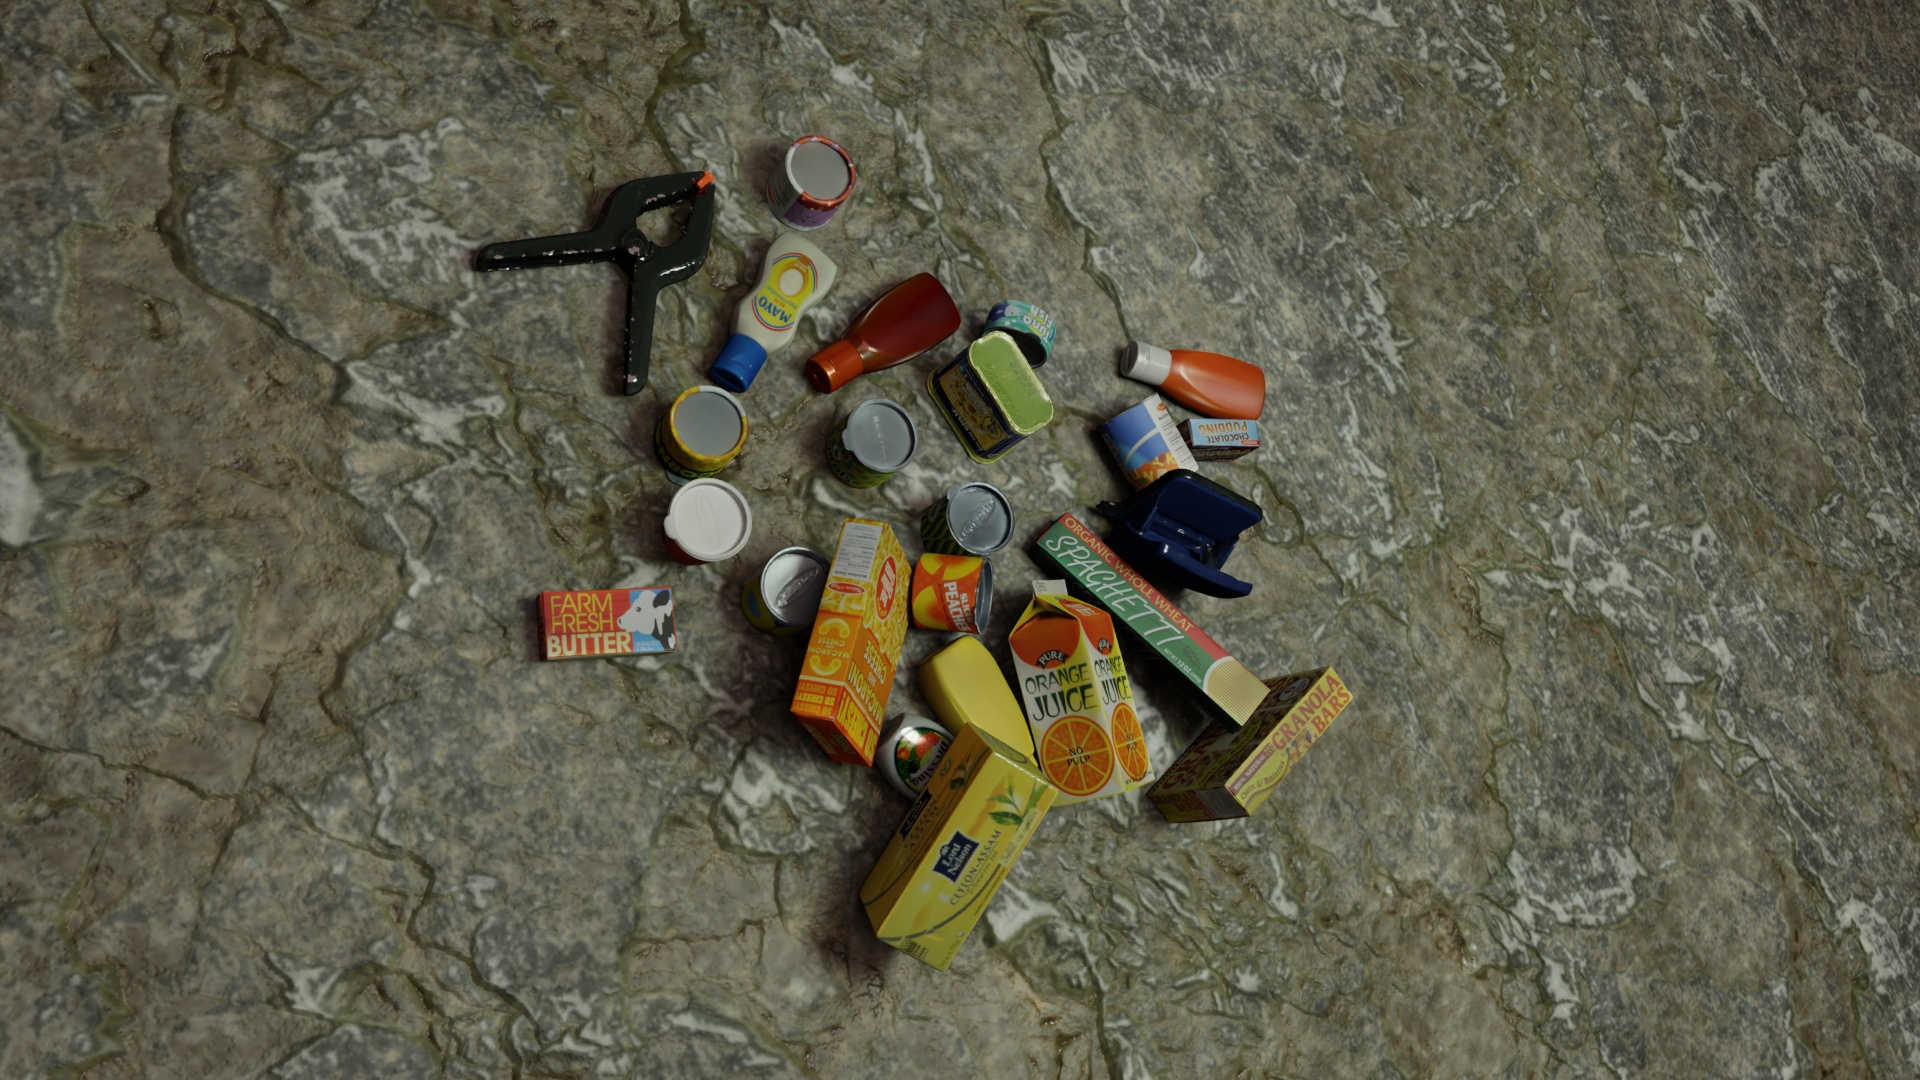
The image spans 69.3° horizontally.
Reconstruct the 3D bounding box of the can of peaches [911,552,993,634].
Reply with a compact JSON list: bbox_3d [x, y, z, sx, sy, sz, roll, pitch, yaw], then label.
[{"bbox_3d":[-0.007,0.046,1.185,0.058,0.071,0.071,5,71,12],"label":"can of peaches"}]

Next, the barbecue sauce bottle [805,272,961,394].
[{"bbox_3d":[-0.071,-0.181,1.240,0.149,0.043,0.065,-37,94,-28],"label":"barbecue sauce bottle"}]

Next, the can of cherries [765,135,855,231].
[{"bbox_3d":[-0.131,-0.319,1.239,0.071,0.058,0.071,7,74,-24],"label":"can of cherries"}]

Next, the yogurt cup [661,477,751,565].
[{"bbox_3d":[-0.208,-0.012,1.121,0.072,0.053,0.072,7,74,-24],"label":"yogurt cup"}]

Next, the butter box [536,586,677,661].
[{"bbox_3d":[-0.276,0.065,1.084,0.104,0.024,0.053,-2,78,-26],"label":"butter box"}]

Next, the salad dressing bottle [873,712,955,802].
[{"bbox_3d":[-0.006,0.207,1.166,0.147,0.044,0.064,41,73,-11],"label":"salad dressing bottle"}]

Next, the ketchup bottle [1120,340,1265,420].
[{"bbox_3d":[0.232,-0.162,1.382,0.149,0.043,0.065,14,70,-22],"label":"ketchup bottle"}]

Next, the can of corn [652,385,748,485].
[{"bbox_3d":[-0.213,-0.085,1.136,0.071,0.058,0.071,7,73,-24],"label":"can of corn"}]

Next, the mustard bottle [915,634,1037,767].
[{"bbox_3d":[0.024,0.161,1.191,0.065,0.048,0.160,-31,92,-35],"label":"mustard bottle"}]

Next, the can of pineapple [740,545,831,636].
[{"bbox_3d":[-0.140,0.044,1.137,0.071,0.057,0.071,7,74,-24],"label":"can of pineapple"}]

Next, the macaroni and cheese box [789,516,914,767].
[{"bbox_3d":[-0.083,0.083,1.116,0.040,0.123,0.167,8,65,15],"label":"macaroni and cheese box"}]

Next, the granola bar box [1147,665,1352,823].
[{"bbox_3d":[0.262,0.186,1.257,0.166,0.124,0.039,-40,96,-28],"label":"granola bar box"}]

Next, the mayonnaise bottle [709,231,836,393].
[{"bbox_3d":[-0.165,-0.194,1.198,0.064,0.041,0.149,34,64,-16],"label":"mayonnaise bottle"}]

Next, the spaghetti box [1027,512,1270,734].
[{"bbox_3d":[0.169,0.073,1.261,0.250,0.028,0.050,42,61,7],"label":"spaghetti box"}]

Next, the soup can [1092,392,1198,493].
[{"bbox_3d":[0.176,-0.088,1.325,0.071,0.071,0.083,-30,92,-29],"label":"soup can"}]

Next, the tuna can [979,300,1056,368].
[{"bbox_3d":[0.055,-0.192,1.288,0.071,0.071,0.033,27,66,-17],"label":"tuna can"}]

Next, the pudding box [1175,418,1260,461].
[{"bbox_3d":[0.246,-0.099,1.368,0.084,0.049,0.030,-1,75,-27],"label":"pudding box"}]

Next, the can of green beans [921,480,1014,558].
[{"bbox_3d":[0.006,-0.013,1.224,0.071,0.057,0.071,7,74,-24],"label":"can of green beans"}]

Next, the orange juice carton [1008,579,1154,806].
[{"bbox_3d":[0.101,0.127,1.209,0.072,0.073,0.193,0,74,-61],"label":"orange juice carton"}]

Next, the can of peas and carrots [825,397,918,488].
[{"bbox_3d":[-0.079,-0.082,1.200,0.071,0.058,0.071,7,74,-24],"label":"can of peas and carrots"}]
